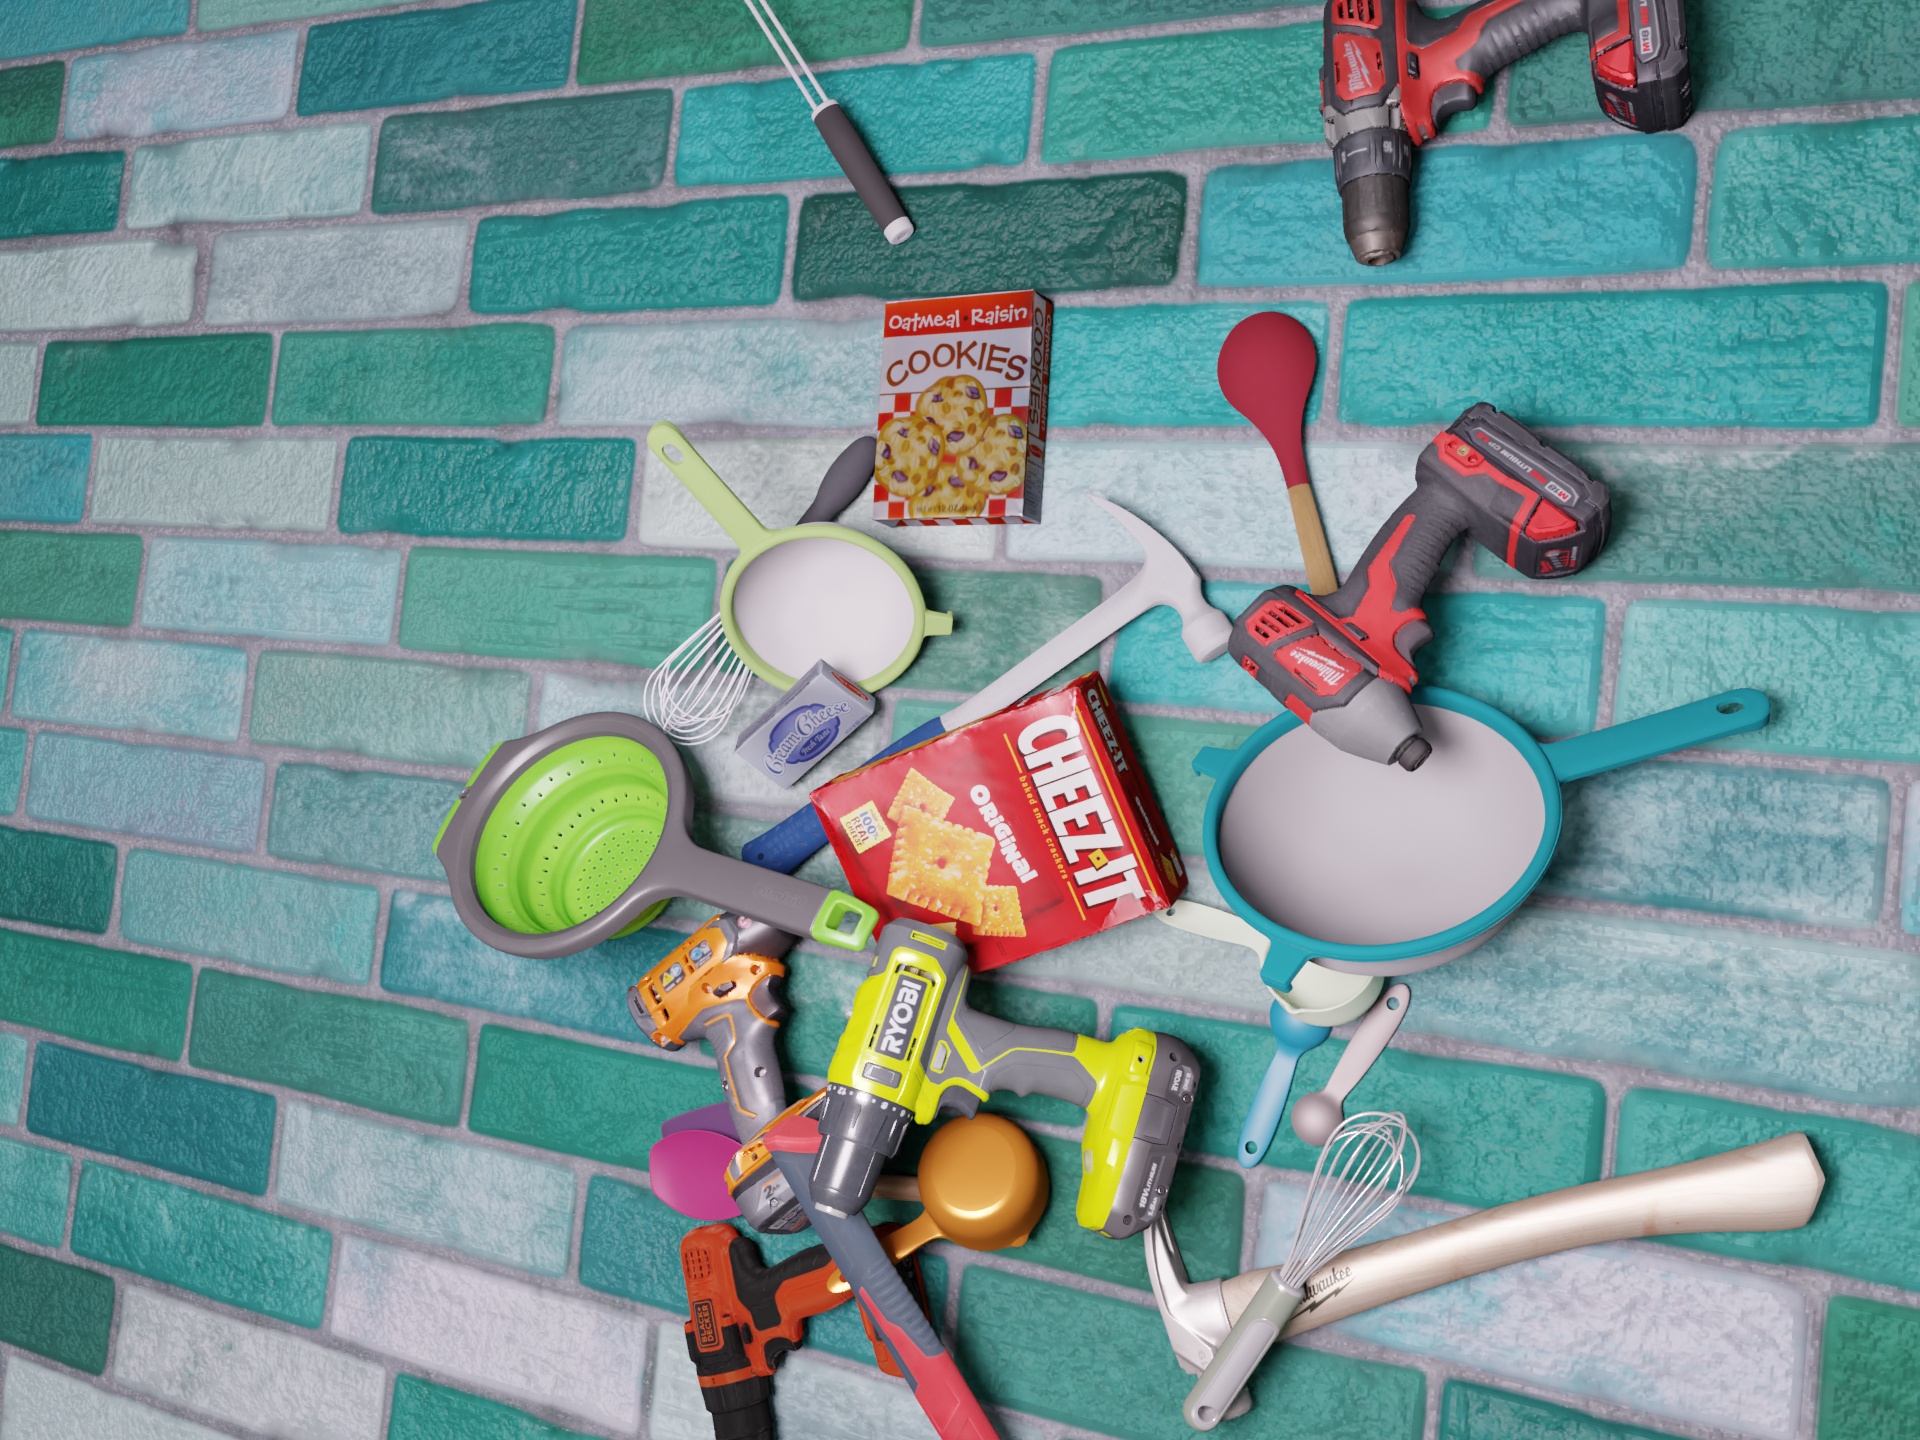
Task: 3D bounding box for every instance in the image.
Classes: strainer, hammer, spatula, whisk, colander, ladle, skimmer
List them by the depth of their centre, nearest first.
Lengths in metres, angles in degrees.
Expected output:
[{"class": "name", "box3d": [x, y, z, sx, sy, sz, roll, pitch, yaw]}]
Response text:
[{"class": "strainer", "box3d": [0.323, 0.064, 0.978, 0.340, 0.095, 0.211, -17, 43, 7]}, {"class": "hammer", "box3d": [0.313, 0.318, 0.991, 0.410, 0.038, 0.146, -23, 75, 20]}, {"class": "whisk", "box3d": [0.209, 0.345, 0.991, 0.058, 0.059, 0.246, 30, 100, -2]}, {"class": "hammer", "box3d": [-0.033, 0.442, 1.068, 0.143, 0.038, 0.386, -30, 93, 18]}, {"class": "ladle", "box3d": [0.234, -0.133, 1.076, 0.069, 0.031, 0.315, -16, 80, 23]}, {"class": "strainer", "box3d": [-0.131, -0.128, 1.158, 0.151, 0.069, 0.256, -30, 118, 23]}, {"class": "hammer", "box3d": [-0.002, -0.004, 1.163, 0.405, 0.035, 0.144, -35, 72, 17]}, {"class": "spatula", "box3d": [-0.091, 0.289, 1.184, 0.316, 0.018, 0.060, -21, 85, 22]}, {"class": "colander", "box3d": [-0.214, 0.119, 1.187, 0.397, 0.094, 0.205, 13, 65, 31]}, {"class": "whisk", "box3d": [-0.151, -0.103, 1.230, 0.070, 0.070, 0.284, 38, 96, 22]}, {"class": "skimmer", "box3d": [-0.128, -0.529, 1.275, 0.127, 0.090, 0.363, -33, 83, 15]}]

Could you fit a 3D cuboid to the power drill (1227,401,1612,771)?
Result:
[{"class": "power drill", "box3d": [0.288, -0.076, 0.983, 0.219, 0.078, 0.143, -44, 64, -2]}]

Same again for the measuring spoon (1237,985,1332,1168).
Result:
[{"class": "measuring spoon", "box3d": [0.208, 0.237, 1.052, 0.042, 0.021, 0.128, 21, 92, 24]}]

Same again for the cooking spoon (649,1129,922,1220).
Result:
[{"class": "cooking spoon", "box3d": [-0.092, 0.342, 1.174, 0.319, 0.017, 0.069, -2, 90, 22]}]

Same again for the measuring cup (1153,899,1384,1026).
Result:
[{"class": "measuring cup", "box3d": [0.202, 0.152, 1.056, 0.168, 0.038, 0.083, 14, 64, 40]}]

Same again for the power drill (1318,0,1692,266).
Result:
[{"class": "power drill", "box3d": [0.346, -0.402, 1.026, 0.227, 0.080, 0.188, -4, 83, 27]}]

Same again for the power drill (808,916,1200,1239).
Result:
[{"class": "power drill", "box3d": [0.024, 0.253, 1.036, 0.228, 0.080, 0.191, 20, 72, -1]}]

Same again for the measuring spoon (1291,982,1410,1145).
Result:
[{"class": "measuring spoon", "box3d": [0.255, 0.224, 1.035, 0.034, 0.018, 0.124, 34, 98, 23]}]

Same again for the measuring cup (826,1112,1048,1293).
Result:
[{"class": "measuring cup", "box3d": [-0.022, 0.337, 1.091, 0.173, 0.052, 0.095, -31, 57, -8]}]

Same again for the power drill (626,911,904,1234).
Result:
[{"class": "power drill", "box3d": [-0.135, 0.237, 1.163, 0.164, 0.084, 0.227, -41, 59, 9]}]
